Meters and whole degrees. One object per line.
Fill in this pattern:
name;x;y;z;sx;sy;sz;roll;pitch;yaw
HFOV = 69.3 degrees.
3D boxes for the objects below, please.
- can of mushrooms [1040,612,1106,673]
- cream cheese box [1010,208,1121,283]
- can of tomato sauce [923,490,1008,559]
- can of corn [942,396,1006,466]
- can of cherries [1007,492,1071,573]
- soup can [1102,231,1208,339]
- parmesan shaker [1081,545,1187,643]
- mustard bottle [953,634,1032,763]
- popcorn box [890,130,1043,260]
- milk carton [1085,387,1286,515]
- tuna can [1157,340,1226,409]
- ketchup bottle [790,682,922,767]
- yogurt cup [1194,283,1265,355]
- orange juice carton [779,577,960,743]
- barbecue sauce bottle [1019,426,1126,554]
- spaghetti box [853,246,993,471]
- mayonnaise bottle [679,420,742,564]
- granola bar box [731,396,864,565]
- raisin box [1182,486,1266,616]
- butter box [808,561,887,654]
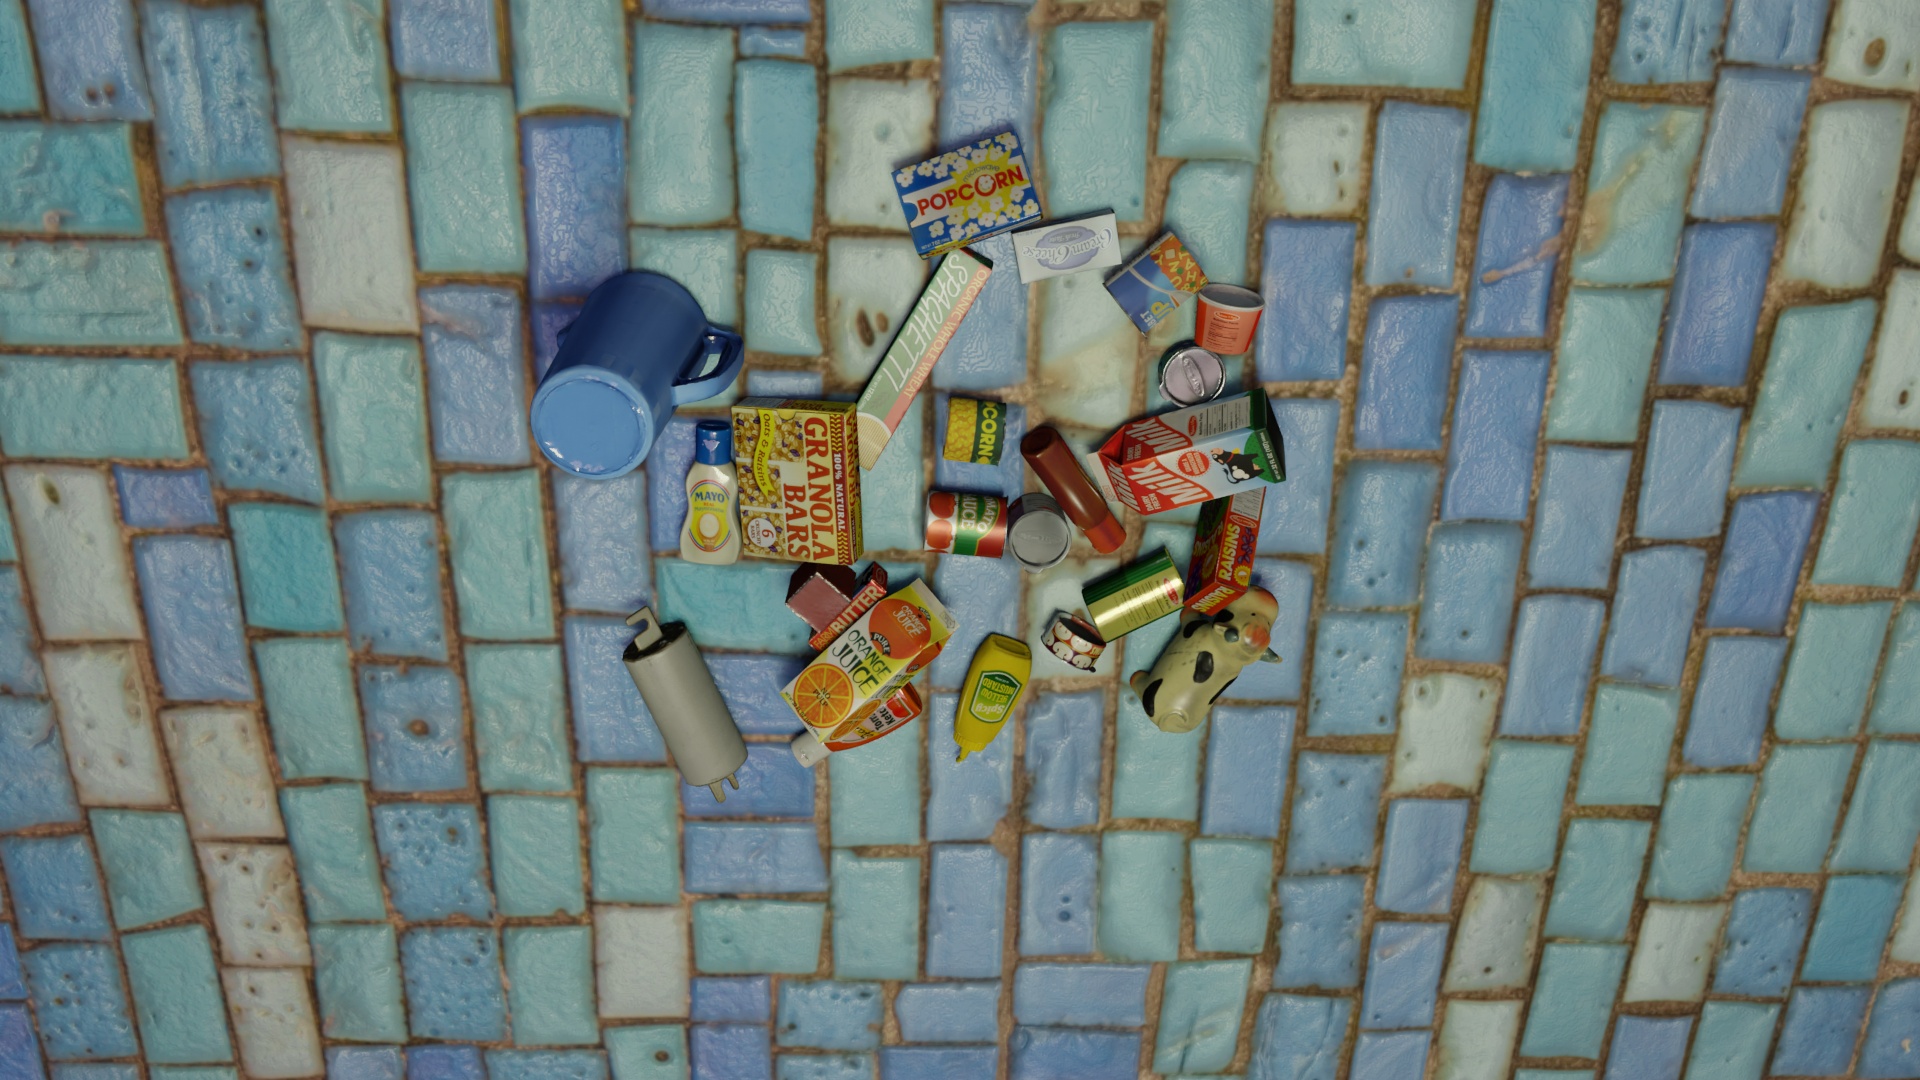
can of mushrooms;0.125;0.111;1.510;0.071;0.071;0.033;28;106;-12
cream cheese box;0.106;-0.291;1.379;0.104;0.024;0.053;-12;113;2
can of tomato sauce;0.005;-0.018;1.455;0.083;0.071;0.071;5;111;-4
can of corn;0.014;-0.112;1.418;0.058;0.071;0.071;7;111;-4
can of cherries;0.080;-0.008;1.468;0.071;0.058;0.071;-1;112;-3
soup can;0.195;-0.252;1.374;0.083;0.071;0.071;-38;108;11
parmesan shaker;0.188;0.058;1.495;0.103;0.071;0.071;-26;110;8
mustard bottle;0.028;0.184;1.544;0.065;0.049;0.159;19;109;-8
popcorn box;0.007;-0.331;1.336;0.127;0.038;0.085;-18;89;4
milk carton;0.228;-0.085;1.416;0.190;0.074;0.072;-14;127;21
tuna can;0.235;-0.170;1.426;0.071;0.033;0.070;-1;111;-2
ketchup bottle;-0.119;0.201;1.548;0.148;0.044;0.064;-32;102;10
yogurt cup;0.267;-0.221;1.393;0.072;0.073;0.053;6;119;-5
orange juice carton;-0.092;0.128;1.483;0.192;0.073;0.072;-42;75;8
barbecue sauce bottle;0.121;-0.050;1.453;0.043;0.065;0.148;-38;114;0
spaghetti box;-0.051;-0.186;1.410;0.050;0.029;0.249;29;107;-12
mayonnaise bottle;-0.259;-0.049;1.446;0.065;0.041;0.147;4;111;-2
granola bar box;-0.166;-0.061;1.427;0.124;0.039;0.164;5;112;16
raisin box;0.273;0.006;1.436;0.040;0.085;0.124;20;66;-9
butter box;-0.120;0.073;1.493;0.024;0.053;0.103;42;104;-14
